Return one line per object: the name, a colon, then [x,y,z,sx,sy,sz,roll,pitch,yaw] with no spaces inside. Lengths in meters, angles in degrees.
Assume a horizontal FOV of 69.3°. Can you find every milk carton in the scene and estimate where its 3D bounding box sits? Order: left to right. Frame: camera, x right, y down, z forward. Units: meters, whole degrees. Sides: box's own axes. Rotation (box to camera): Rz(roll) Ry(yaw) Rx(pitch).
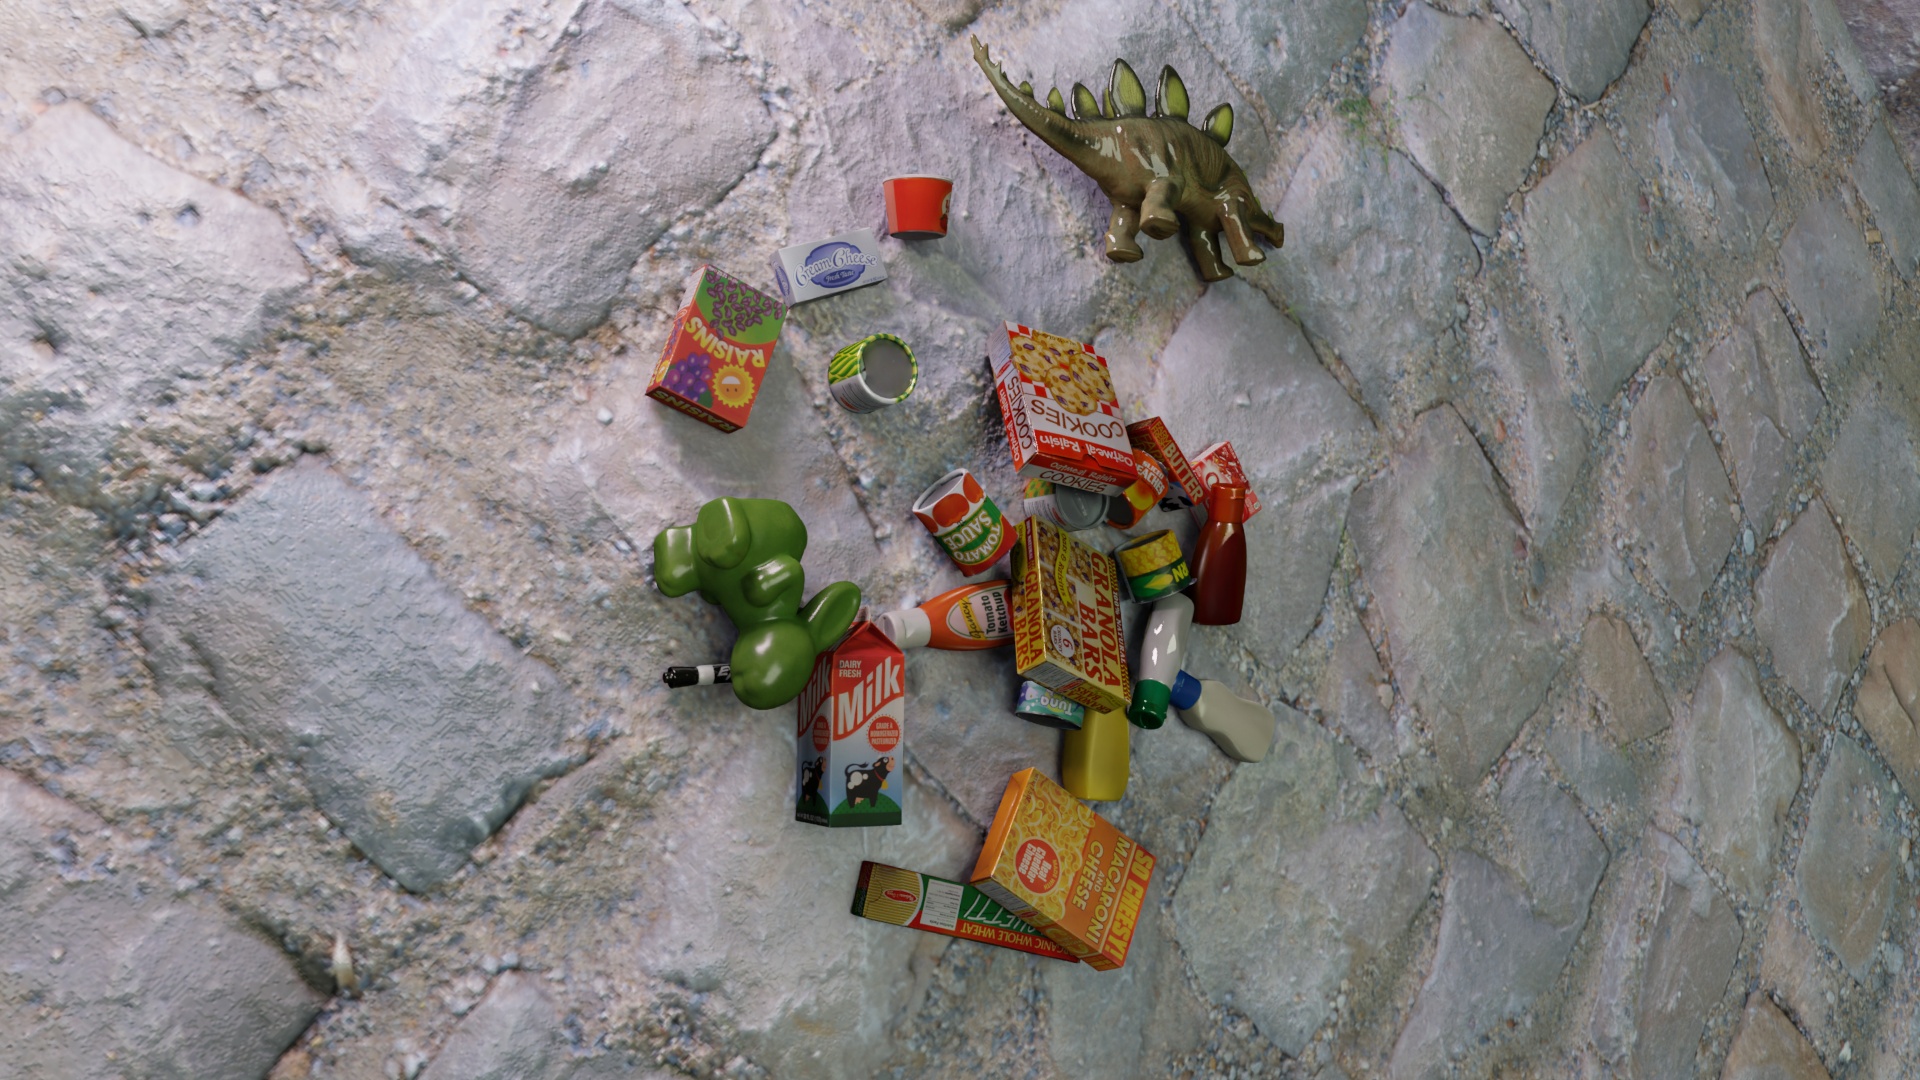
milk carton: [-0.098,0.155,1.232,0.073,0.072,0.190,5,82,-31]

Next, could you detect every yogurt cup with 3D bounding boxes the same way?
yogurt cup: [-0.041,-0.318,1.328,0.072,0.072,0.054,-2,94,-32]

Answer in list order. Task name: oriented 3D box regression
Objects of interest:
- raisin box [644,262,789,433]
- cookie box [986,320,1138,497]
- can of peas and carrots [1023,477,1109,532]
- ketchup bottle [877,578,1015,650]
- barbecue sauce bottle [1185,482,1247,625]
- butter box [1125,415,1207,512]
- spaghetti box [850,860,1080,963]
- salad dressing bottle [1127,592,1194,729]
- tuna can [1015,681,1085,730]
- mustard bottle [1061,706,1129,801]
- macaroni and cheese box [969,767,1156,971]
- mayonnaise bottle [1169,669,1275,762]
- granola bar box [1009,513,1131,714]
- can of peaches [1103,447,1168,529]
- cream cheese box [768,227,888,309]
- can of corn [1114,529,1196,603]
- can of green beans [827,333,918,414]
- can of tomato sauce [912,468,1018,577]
raisin box: [-0.213,-0.167,1.217,0.086,0.040,0.124,26,70,-28]
cookie box: [0.100,-0.130,1.364,0.123,0.040,0.168,11,51,-30]
can of peas and carrots: [0.107,-0.042,1.390,0.071,0.058,0.071,4,82,-32]
ketchup bottle: [-0.006,0.076,1.315,0.149,0.043,0.065,-8,84,-32]
barbecue sauce bottle: [0.276,0.014,1.474,0.065,0.044,0.148,-1,102,-29]
butter box: [0.212,-0.079,1.463,0.024,0.053,0.103,-42,106,-30]
spaghetti box: [0.014,0.351,1.304,0.250,0.028,0.050,21,74,-28]
salad dressing bottle: [0.204,0.122,1.416,0.064,0.044,0.148,77,26,-49]
tuna can: [0.089,0.160,1.349,0.071,0.071,0.033,22,73,-28]
mustard bottle: [0.138,0.179,1.390,0.065,0.048,0.160,12,77,-36]
macaroni and cheese box: [0.101,0.316,1.332,0.166,0.040,0.124,38,52,-16]
mayonnaise bottle: [0.269,0.180,1.477,0.148,0.041,0.065,33,68,-24]
granola bar box: [0.104,0.072,1.339,0.124,0.039,0.166,29,44,-36]
can of peaches: [0.171,-0.053,1.425,0.058,0.071,0.071,-41,106,-27]
cream cheese box: [-0.123,-0.254,1.292,0.104,0.024,0.053,-23,95,-32]
can of corn: [0.201,0.026,1.434,0.071,0.071,0.058,-25,97,-31]
can of green beans: [-0.081,-0.154,1.286,0.071,0.057,0.071,4,83,-32]
can of tomato sauce: [0.005,-0.017,1.317,0.071,0.071,0.083,-47,108,-27]
